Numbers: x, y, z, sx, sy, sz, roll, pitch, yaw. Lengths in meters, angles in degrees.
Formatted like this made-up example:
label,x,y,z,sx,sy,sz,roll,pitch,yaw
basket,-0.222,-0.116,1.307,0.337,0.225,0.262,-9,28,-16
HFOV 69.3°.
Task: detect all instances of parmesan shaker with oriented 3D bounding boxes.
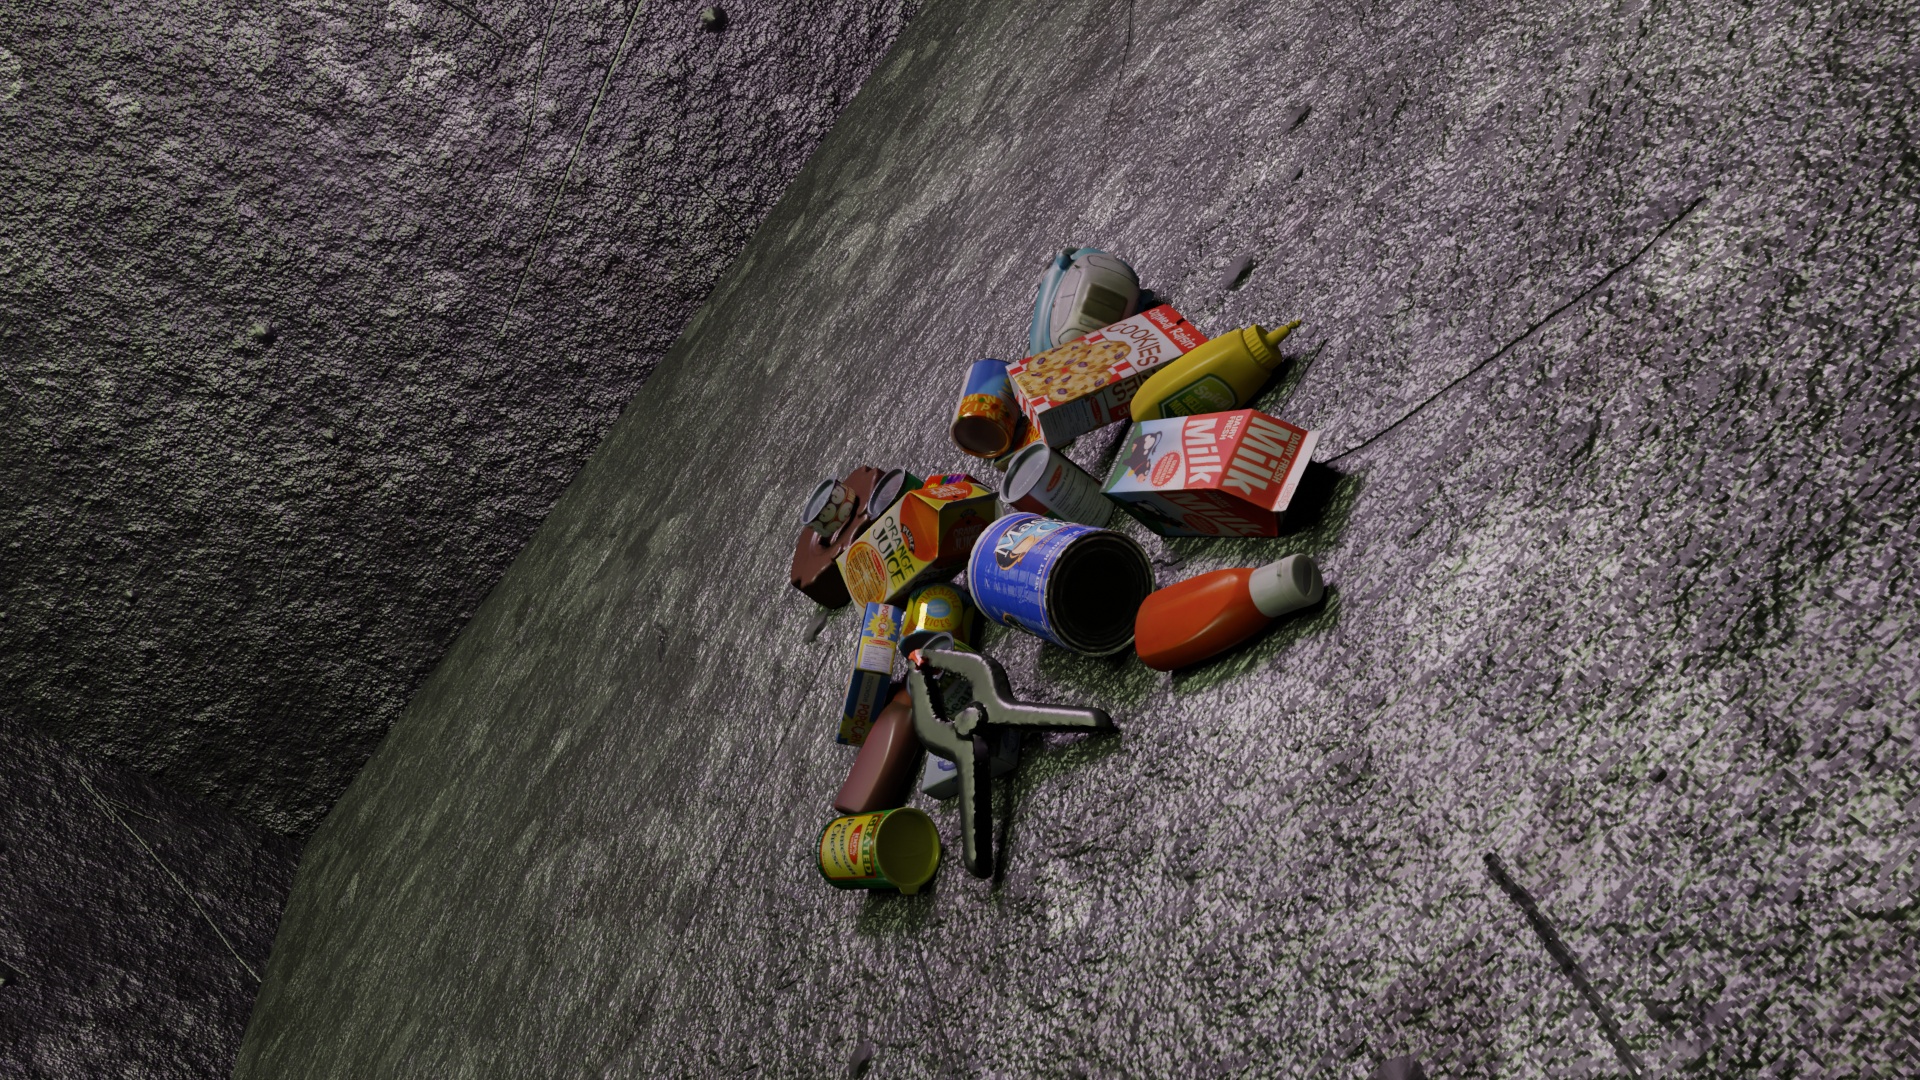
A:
label,x,y,z,sx,sy,sz,roll,pitch,yaw
parmesan shaker,-0.073,0.269,1.191,0.103,0.071,0.071,-21,42,51

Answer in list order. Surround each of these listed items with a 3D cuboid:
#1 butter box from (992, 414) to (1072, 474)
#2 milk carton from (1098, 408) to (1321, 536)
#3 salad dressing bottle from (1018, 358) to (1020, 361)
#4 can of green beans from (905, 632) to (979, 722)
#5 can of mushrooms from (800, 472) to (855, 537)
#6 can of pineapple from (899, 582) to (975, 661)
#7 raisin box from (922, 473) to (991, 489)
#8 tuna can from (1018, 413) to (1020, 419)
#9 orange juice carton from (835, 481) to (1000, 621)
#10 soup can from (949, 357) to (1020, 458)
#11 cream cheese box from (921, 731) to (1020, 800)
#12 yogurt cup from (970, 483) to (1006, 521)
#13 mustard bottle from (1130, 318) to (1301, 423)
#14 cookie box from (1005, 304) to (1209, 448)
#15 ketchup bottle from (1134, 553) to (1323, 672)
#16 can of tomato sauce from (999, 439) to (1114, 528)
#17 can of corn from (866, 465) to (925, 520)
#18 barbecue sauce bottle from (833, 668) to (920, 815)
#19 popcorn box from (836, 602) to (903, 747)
label,x,y,z,sx,sy,sz,roll,pitch,yaw
butter box,0.079,-0.109,1.427,0.103,0.024,0.053,-27,38,47
milk carton,0.200,-0.051,1.080,0.190,0.073,0.072,-1,59,60
salad dressing bottle,0.107,-0.233,1.491,0.147,0.064,0.044,-61,5,10
can of green beans,-0.006,0.126,1.254,0.071,0.058,0.071,-41,28,29
can of mushrooms,-0.152,-0.041,1.612,0.070,0.033,0.071,-45,24,27
can of pineapple,-0.022,0.082,1.323,0.070,0.071,0.058,-34,34,40
raisin box,-0.026,-0.009,1.476,0.086,0.040,0.123,-1,60,61
tuna can,0.034,-0.130,1.521,0.071,0.033,0.071,-41,29,29
orange juice carton,-0.037,0.003,1.341,0.191,0.072,0.073,-41,68,46
soup can,0.032,-0.137,1.439,0.071,0.071,0.084,-30,34,44
cream cheese box,0.010,0.183,1.195,0.103,0.024,0.054,-32,36,41
yogurt cup,0.005,-0.018,1.403,0.053,0.072,0.073,-33,33,56
mustard bottle,0.219,-0.139,1.169,0.159,0.065,0.049,-36,27,28
cookie box,0.137,-0.154,1.266,0.167,0.040,0.123,-22,29,-2
ketchup bottle,0.193,0.048,1.008,0.148,0.043,0.065,-27,38,46
can of tomato sauce,0.087,-0.042,1.259,0.071,0.083,0.071,-41,28,29
can of corn,-0.063,-0.039,1.554,0.071,0.058,0.071,-41,29,29
barbecue sauce bottle,-0.064,0.191,1.296,0.065,0.043,0.149,-8,52,60
popcorn box,-0.089,0.132,1.353,0.126,0.038,0.085,107,173,-46
